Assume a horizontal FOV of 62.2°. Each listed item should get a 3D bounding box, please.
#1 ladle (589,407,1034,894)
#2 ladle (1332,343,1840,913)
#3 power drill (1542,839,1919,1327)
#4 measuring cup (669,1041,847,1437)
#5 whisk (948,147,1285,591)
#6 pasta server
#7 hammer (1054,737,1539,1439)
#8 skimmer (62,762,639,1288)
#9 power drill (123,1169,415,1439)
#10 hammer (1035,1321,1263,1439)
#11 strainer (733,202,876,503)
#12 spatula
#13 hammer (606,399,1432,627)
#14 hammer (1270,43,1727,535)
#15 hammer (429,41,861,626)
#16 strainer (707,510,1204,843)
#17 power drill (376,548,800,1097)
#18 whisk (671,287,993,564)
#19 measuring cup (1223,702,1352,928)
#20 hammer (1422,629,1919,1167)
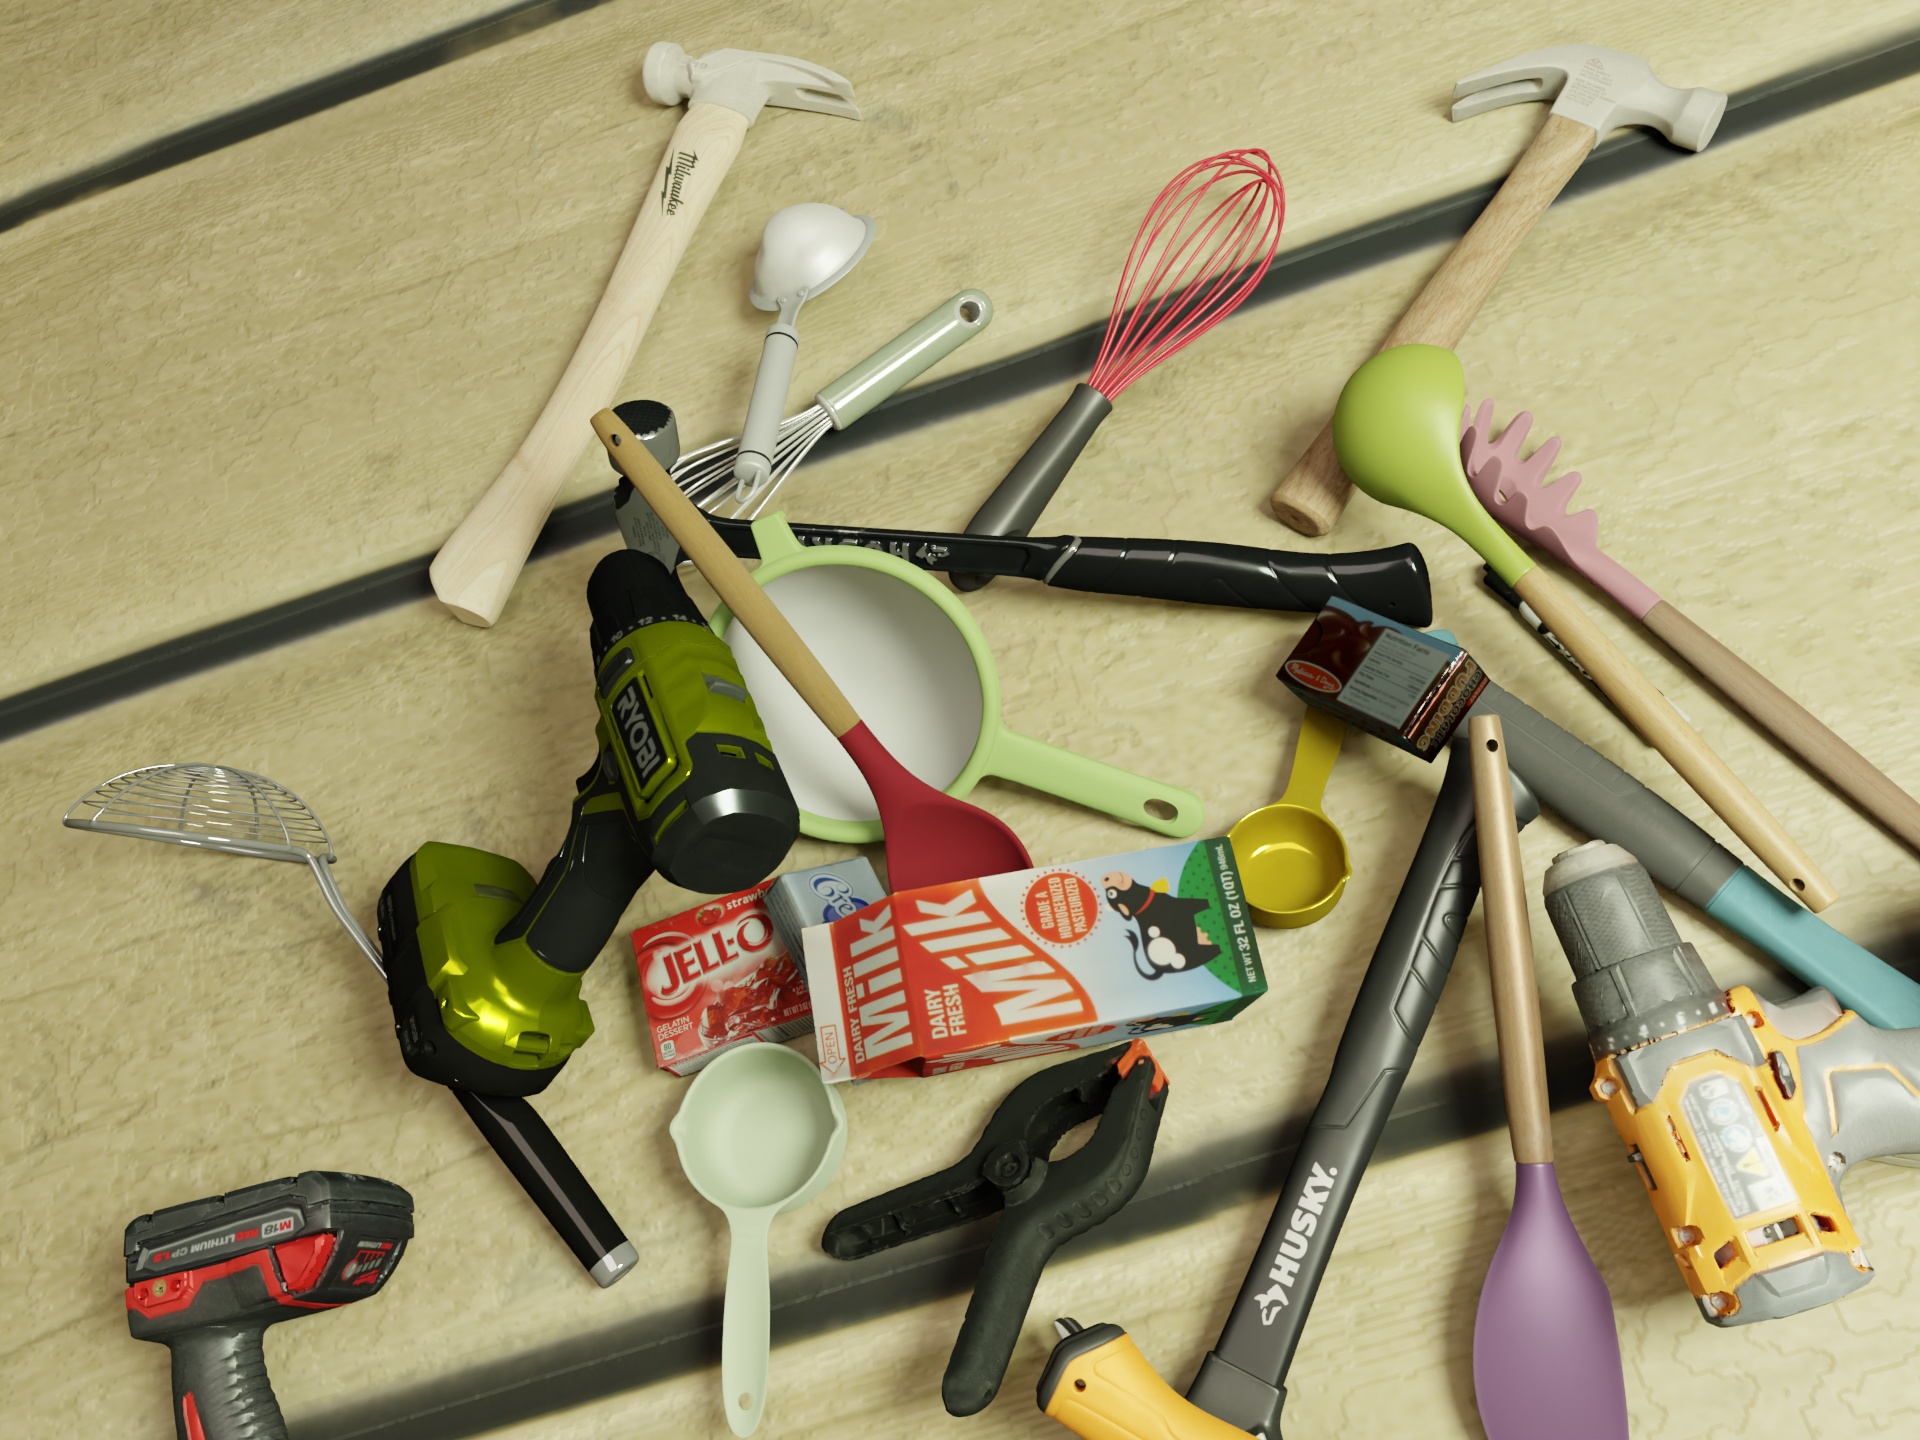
[{"bbox_3d":[-0.069,-0.015,0.743,0.069,0.031,0.315,-36,99,8],"label":"ladle"},{"bbox_3d":[0.280,-0.048,0.721,0.062,0.078,0.320,-20,64,-38],"label":"ladle"},{"bbox_3d":[0.352,0.106,0.608,0.226,0.084,0.185,-21,69,7],"label":"power drill"},{"bbox_3d":[-0.089,0.233,0.721,0.083,0.038,0.168,-5,68,11],"label":"measuring cup"},{"bbox_3d":[0.083,-0.190,0.857,0.073,0.073,0.296,33,83,24],"label":"whisk"},{"bbox_3d":[0.347,-0.039,0.737,0.060,0.040,0.316,-20,58,-40],"label":"pasta server"},{"bbox_3d":[0.163,0.161,0.678,0.146,0.035,0.335,21,79,21],"label":"hammer"},{"bbox_3d":[-0.299,0.150,0.782,0.090,0.127,0.363,-44,75,0],"label":"skimmer"},{"bbox_3d":[-0.299,0.323,0.710,0.143,0.078,0.220,-16,67,6],"label":"power drill"},{"bbox_3d":[0.177,0.332,0.584,0.337,0.034,0.127,27,77,13],"label":"hammer"},{"bbox_3d":[-0.098,-0.219,0.888,0.087,0.050,0.259,-13,51,27],"label":"strainer"},{"bbox_3d":[0.229,0.154,0.649,0.060,0.018,0.316,-3,81,0],"label":"spatula"},{"bbox_3d":[0.030,-0.077,0.798,0.409,0.149,0.036,5,43,6],"label":"hammer"},{"bbox_3d":[0.266,-0.234,0.847,0.130,0.031,0.331,32,77,23],"label":"hammer"},{"bbox_3d":[-0.197,-0.238,0.956,0.146,0.038,0.411,16,71,18],"label":"hammer"},{"bbox_3d":[-0.001,-0.003,0.788,0.256,0.069,0.151,19,112,1],"label":"strainer"},{"bbox_3d":[-0.179,0.046,0.743,0.228,0.080,0.191,-48,47,21],"label":"power drill"},{"bbox_3d":[-0.081,-0.169,0.895,0.246,0.059,0.057,-37,100,-9],"label":"whisk"},{"bbox_3d":[0.168,0.030,0.762,0.062,0.029,0.157,12,58,20],"label":"measuring cup"},{"bbox_3d":[0.325,0.064,0.700,0.128,0.033,0.331,-45,64,-9],"label":"hammer"}]
